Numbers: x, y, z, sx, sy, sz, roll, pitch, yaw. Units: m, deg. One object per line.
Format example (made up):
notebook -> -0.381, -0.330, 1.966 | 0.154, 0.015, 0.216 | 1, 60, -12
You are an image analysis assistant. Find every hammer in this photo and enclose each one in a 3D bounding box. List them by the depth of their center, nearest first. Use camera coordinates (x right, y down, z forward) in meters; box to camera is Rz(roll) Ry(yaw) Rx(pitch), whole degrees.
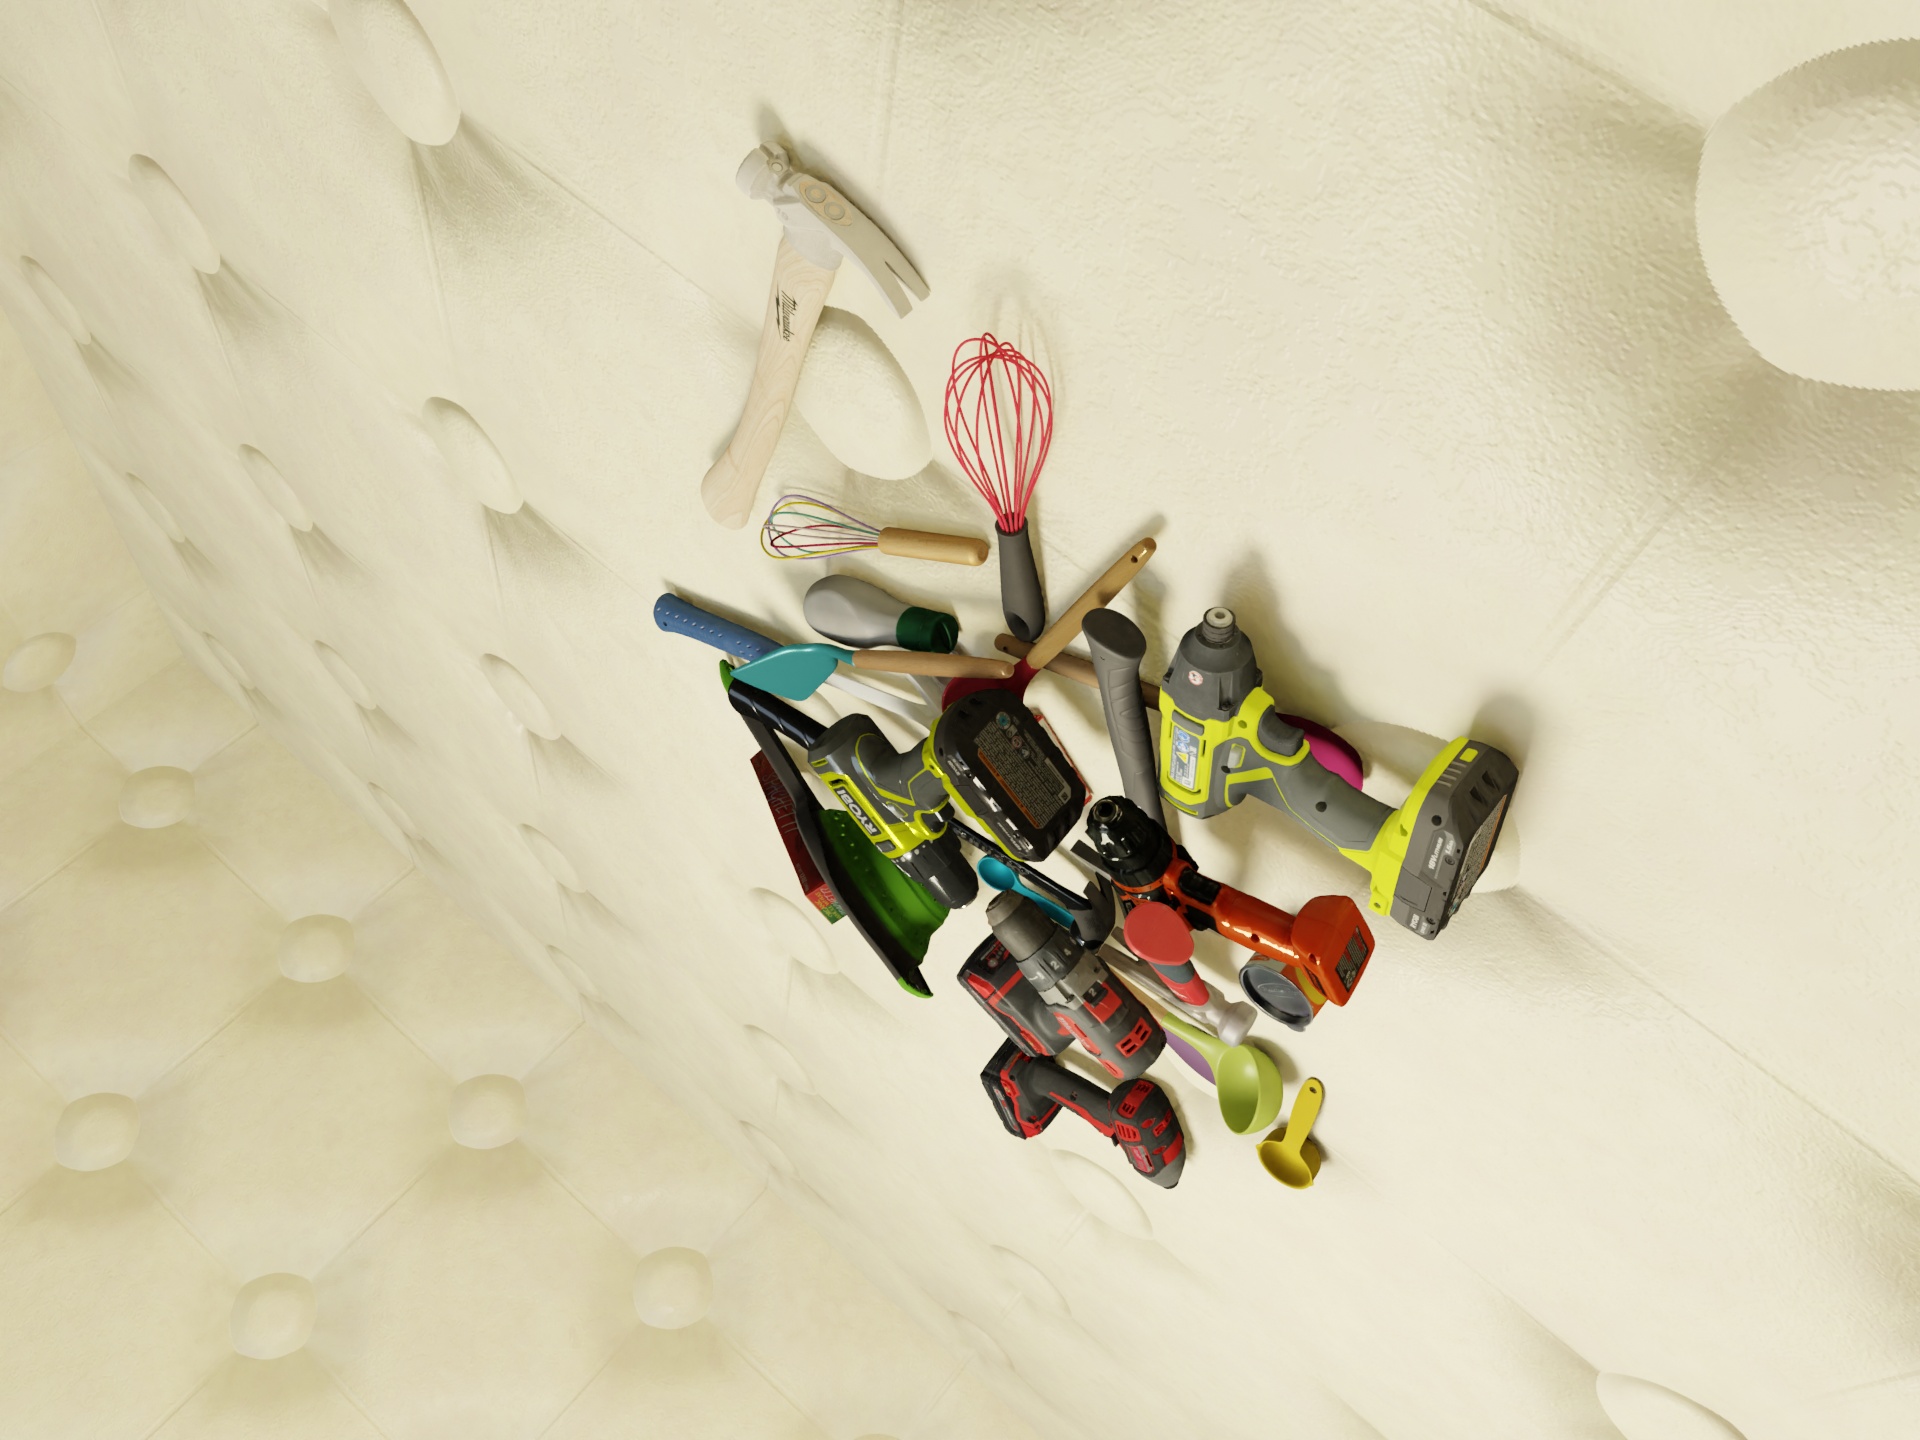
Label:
hammer -> 0.146, 0.176, 1.192 | 0.143, 0.038, 0.386 | 31, 173, 19
hammer -> 0.129, 0.038, 1.195 | 0.146, 0.035, 0.334 | 25, 151, 32
hammer -> -0.135, -0.248, 1.203 | 0.146, 0.038, 0.410 | 43, 152, 3
hammer -> -0.037, 0.074, 1.423 | 0.409, 0.036, 0.149 | 32, 157, 10
hammer -> -0.148, -0.055, 1.475 | 0.406, 0.035, 0.143 | 22, 144, 37

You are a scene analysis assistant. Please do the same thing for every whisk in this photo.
whisk -> 0.034, -0.147, 1.091 | 0.073, 0.073, 0.295 | 31, 155, 26
whisk -> -0.074, -0.140, 1.257 | 0.245, 0.047, 0.051 | 13, 137, 41

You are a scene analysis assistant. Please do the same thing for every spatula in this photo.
spatula -> -0.068, -0.038, 1.294 | 0.082, 0.044, 0.318 | 23, 169, -39
spatula -> 0.153, 0.269, 1.513 | 0.316, 0.018, 0.059 | 30, 139, 26

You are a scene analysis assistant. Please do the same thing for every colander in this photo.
colander -> -0.107, 0.079, 1.546 | 0.397, 0.094, 0.204 | 56, -178, 19

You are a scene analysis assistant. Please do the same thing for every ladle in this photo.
ladle -> 0.064, -0.055, 1.163 | 0.069, 0.031, 0.315 | 45, 148, 0
ladle -> 0.160, 0.262, 1.458 | 0.320, 0.062, 0.078 | 34, 123, 27

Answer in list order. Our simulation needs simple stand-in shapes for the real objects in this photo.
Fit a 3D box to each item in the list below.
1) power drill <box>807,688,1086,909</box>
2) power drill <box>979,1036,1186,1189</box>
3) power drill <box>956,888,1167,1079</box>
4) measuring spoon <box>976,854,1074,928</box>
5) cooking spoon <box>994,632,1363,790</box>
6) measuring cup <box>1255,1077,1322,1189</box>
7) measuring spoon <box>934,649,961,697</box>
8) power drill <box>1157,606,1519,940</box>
power drill -> -0.006, 0.068, 1.281 | 0.190, 0.080, 0.228 | 52, 147, -13
power drill -> 0.137, 0.413, 1.669 | 0.220, 0.078, 0.143 | 13, 139, 41
power drill -> 0.070, 0.223, 1.385 | 0.188, 0.080, 0.227 | 48, 164, -6
measuring spoon -> 0.074, 0.162, 1.487 | 0.128, 0.021, 0.042 | 32, 138, 6
cooking spoon -> 0.148, -0.014, 1.147 | 0.319, 0.017, 0.068 | 22, 141, 36
measuring cup -> 0.309, 0.364, 1.433 | 0.062, 0.029, 0.156 | 31, 137, 26
measuring spoon -> -0.002, -0.004, 1.330 | 0.034, 0.018, 0.124 | 12, 119, 39
power drill -> 0.229, 0.029, 1.016 | 0.223, 0.080, 0.171 | 30, 145, 27
